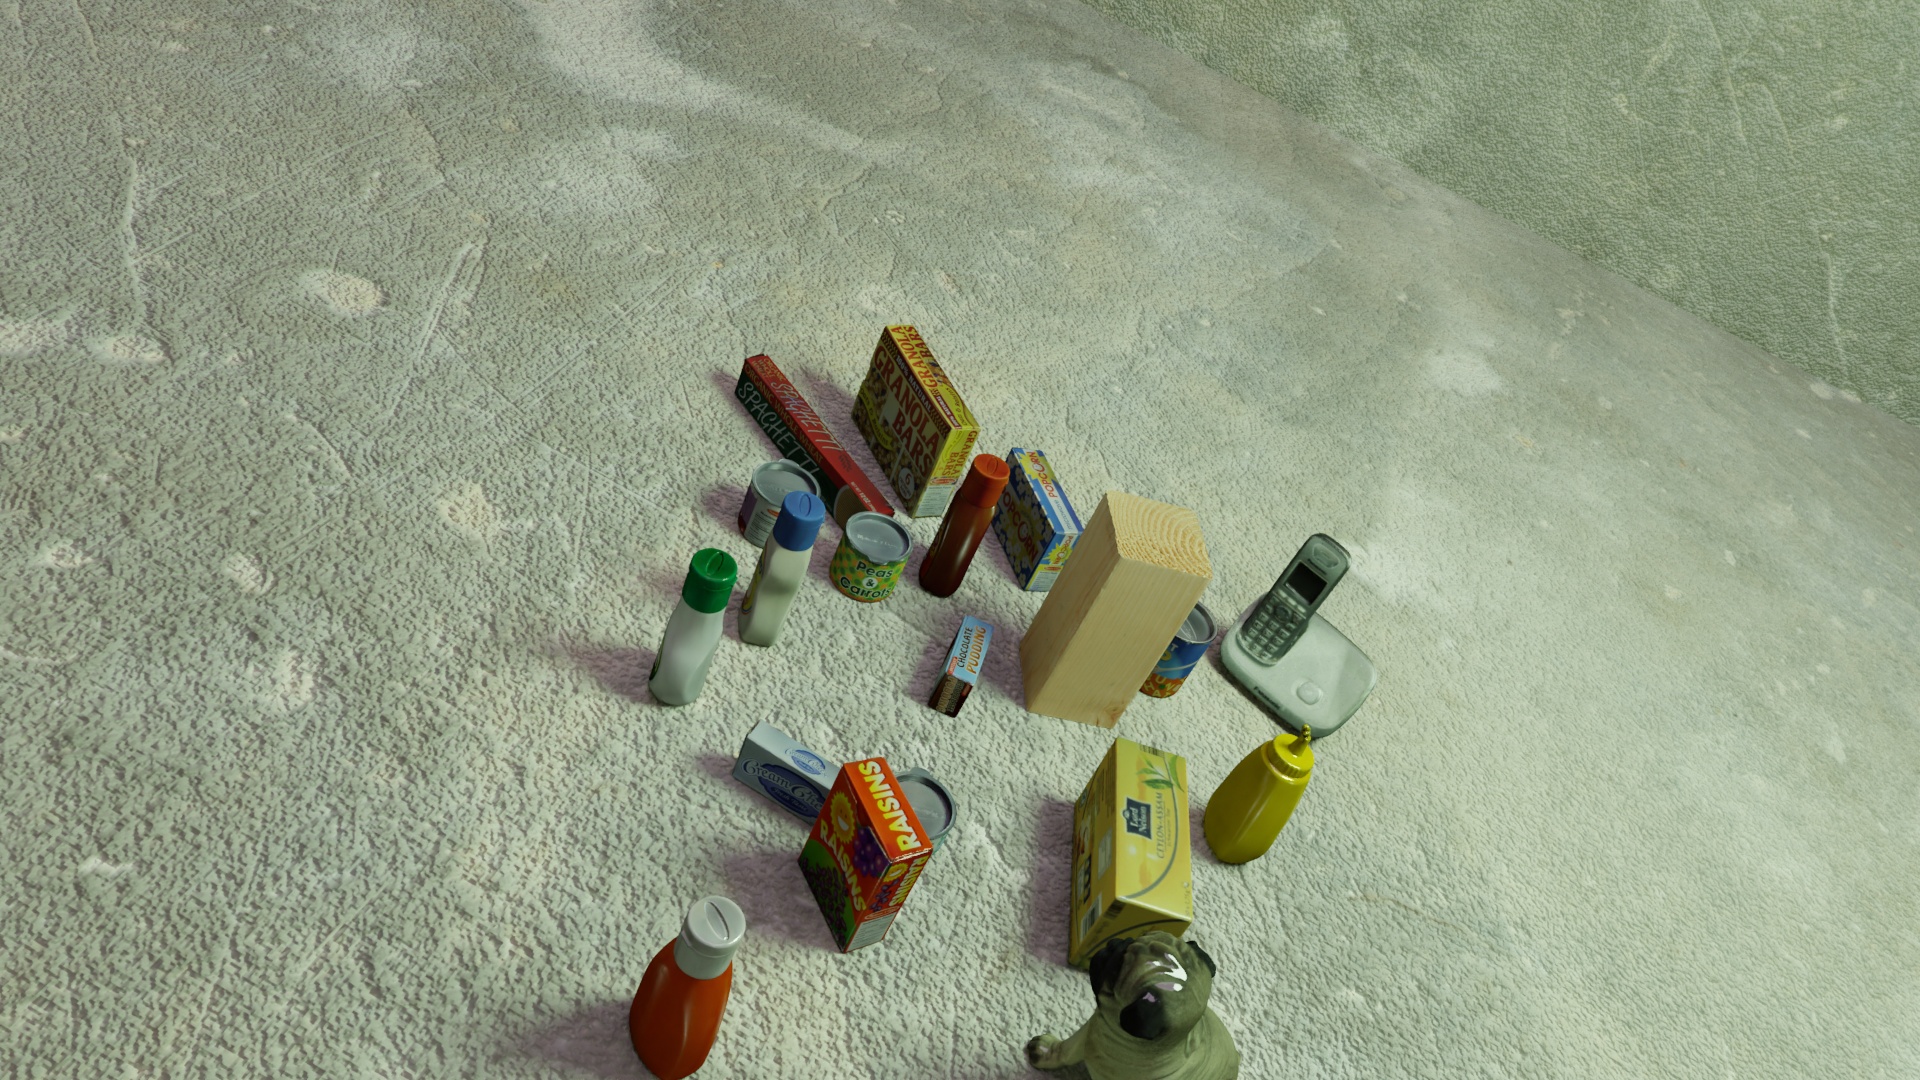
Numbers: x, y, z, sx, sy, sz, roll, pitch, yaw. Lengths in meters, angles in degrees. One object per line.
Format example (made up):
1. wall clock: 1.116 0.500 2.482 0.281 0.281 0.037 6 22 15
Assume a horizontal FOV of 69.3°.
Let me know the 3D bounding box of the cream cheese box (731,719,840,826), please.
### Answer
1. cream cheese box: -0.126 0.189 1.091 0.104 0.053 0.024 31 38 6

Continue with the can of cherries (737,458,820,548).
1. can of cherries: -0.172 -0.034 1.315 0.071 0.058 0.072 15 39 -13

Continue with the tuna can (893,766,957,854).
1. tuna can: -0.039 0.220 1.119 0.071 0.032 0.071 15 40 -13

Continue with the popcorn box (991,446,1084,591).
1. popcorn box: 0.073 -0.022 1.414 0.038 0.084 0.127 1 44 -28

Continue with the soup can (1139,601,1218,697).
1. soup can: 0.198 0.102 1.343 0.071 0.083 0.072 15 39 -13

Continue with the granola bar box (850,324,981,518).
1. granola bar box: -0.050 -0.123 1.431 0.039 0.123 0.166 -5 47 -33

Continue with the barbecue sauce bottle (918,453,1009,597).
1. barbecue sauce bottle: 0.005 -0.017 1.320 0.044 0.147 0.065 23 38 -4

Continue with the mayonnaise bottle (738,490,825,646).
1. mayonnaise bottle: -0.154 0.022 1.190 0.041 0.147 0.065 14 40 -15

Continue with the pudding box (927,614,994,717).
1. pudding box: 0.001 0.112 1.250 0.030 0.049 0.084 24 38 -2

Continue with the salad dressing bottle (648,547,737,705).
1. salad dressing bottle: -0.212 0.069 1.105 0.044 0.146 0.064 24 38 -3

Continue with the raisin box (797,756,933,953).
1. raisin box: -0.072 0.230 1.017 0.040 0.122 0.086 -6 48 -34

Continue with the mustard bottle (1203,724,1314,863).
1. mustard bottle: 0.264 0.212 1.192 0.049 0.159 0.065 8 42 -21

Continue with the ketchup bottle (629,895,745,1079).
1. ketchup bottle: -0.173 0.282 0.883 0.044 0.148 0.065 -11 51 -37

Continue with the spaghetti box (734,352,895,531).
1. spaghetti box: -0.151 -0.093 1.401 0.029 0.050 0.251 -15 53 -40

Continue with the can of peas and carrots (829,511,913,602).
1. can of peas and carrots: -0.084 0.017 1.304 0.071 0.058 0.071 15 39 -13
